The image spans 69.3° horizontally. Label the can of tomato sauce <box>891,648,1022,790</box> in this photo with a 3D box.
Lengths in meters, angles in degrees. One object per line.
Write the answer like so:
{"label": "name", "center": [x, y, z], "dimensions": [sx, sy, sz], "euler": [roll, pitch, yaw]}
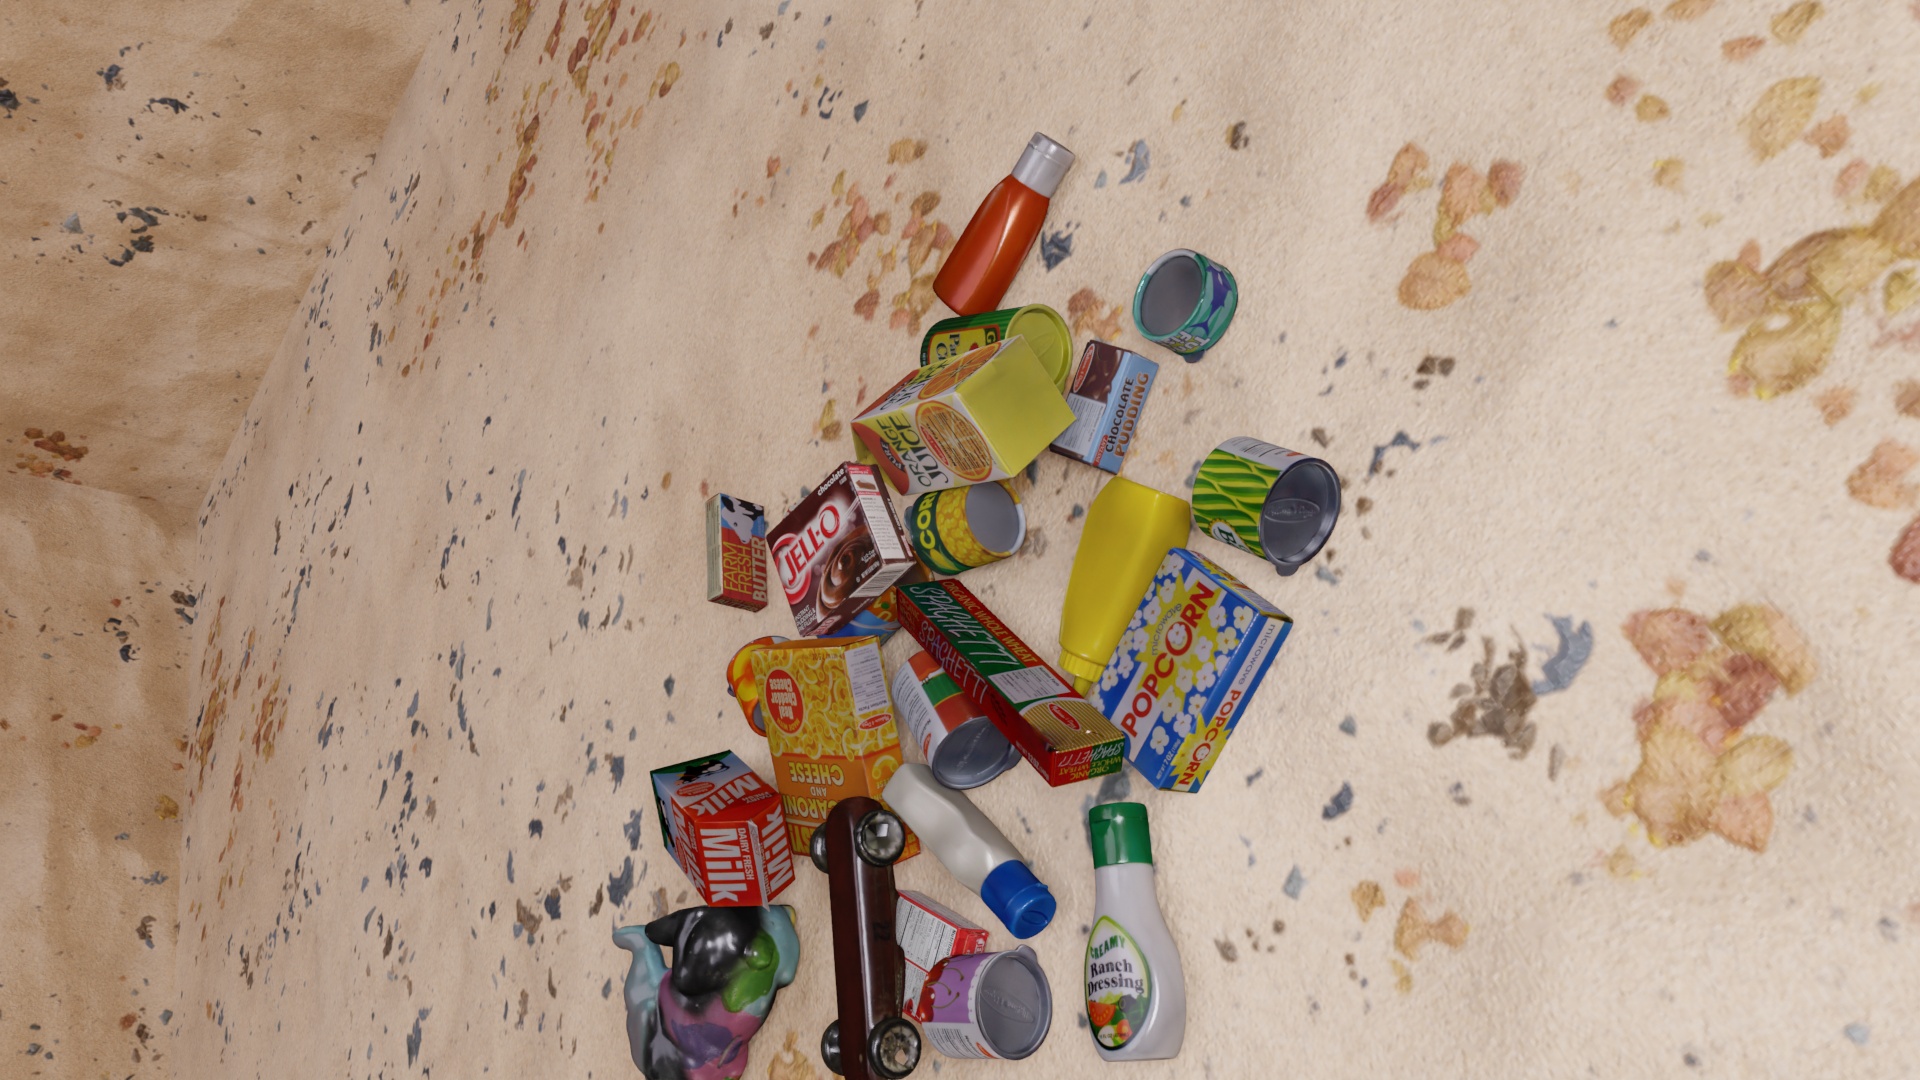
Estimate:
{"label": "can of tomato sauce", "center": [-0.002, 0.123, 0.979], "dimensions": [0.071, 0.071, 0.083], "euler": [-58, 38, 19]}

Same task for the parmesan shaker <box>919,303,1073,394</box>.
{"label": "parmesan shaker", "center": [0.026, -0.136, 1.040], "dimensions": [0.103, 0.071, 0.071], "euler": [1, 78, 51]}

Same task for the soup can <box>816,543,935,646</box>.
{"label": "soup can", "center": [-0.067, 0.047, 1.088], "dimensions": [0.083, 0.071, 0.071], "euler": [-45, 47, 30]}

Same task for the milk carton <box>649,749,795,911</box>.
{"label": "milk carton", "center": [-0.187, 0.232, 1.111], "dimensions": [0.190, 0.074, 0.072], "euler": [16, 116, 64]}

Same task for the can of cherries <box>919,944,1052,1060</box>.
{"label": "can of cherries", "center": [0.017, 0.298, 0.898], "dimensions": [0.058, 0.071, 0.072], "euler": [-22, 61, 46]}

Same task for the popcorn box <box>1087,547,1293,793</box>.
{"label": "popcorn box", "center": [0.137, 0.079, 0.851], "dimensions": [0.085, 0.038, 0.126], "euler": [41, 109, 48]}

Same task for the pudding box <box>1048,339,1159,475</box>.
{"label": "pudding box", "center": [0.099, -0.093, 0.963], "dimensions": [0.050, 0.030, 0.083], "euler": [26, 97, 52]}

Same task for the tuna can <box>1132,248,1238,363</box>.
{"label": "tuna can", "center": [0.148, -0.156, 0.924], "dimensions": [0.071, 0.033, 0.071], "euler": [-21, 61, 45]}

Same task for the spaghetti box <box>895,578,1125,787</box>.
{"label": "spaghetti box", "center": [0.025, 0.086, 0.926], "dimensions": [0.251, 0.050, 0.028], "euler": [-139, 47, -57]}

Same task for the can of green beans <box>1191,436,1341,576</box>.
{"label": "can of green beans", "center": [0.179, -0.023, 0.815], "dimensions": [0.058, 0.071, 0.071], "euler": [27, 98, 51]}

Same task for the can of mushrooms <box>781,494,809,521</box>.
{"label": "can of mushrooms", "center": [-0.115, -0.006, 1.162], "dimensions": [0.033, 0.071, 0.071], "euler": [33, 103, 51]}

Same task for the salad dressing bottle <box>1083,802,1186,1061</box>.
{"label": "salad dressing bottle", "center": [0.101, 0.234, 0.835], "dimensions": [0.064, 0.044, 0.148], "euler": [-27, 58, 44]}

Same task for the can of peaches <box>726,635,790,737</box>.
{"label": "can of peaches", "center": [-0.157, 0.125, 1.164], "dimensions": [0.071, 0.071, 0.058], "euler": [-58, 42, 19]}

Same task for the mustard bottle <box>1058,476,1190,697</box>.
{"label": "mustard bottle", "center": [0.097, 0.041, 0.903], "dimensions": [0.065, 0.049, 0.160], "euler": [27, 100, 51]}

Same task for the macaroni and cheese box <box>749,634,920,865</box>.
{"label": "macaroni and cheese box", "center": [-0.098, 0.159, 1.055], "dimensions": [0.123, 0.040, 0.166], "euler": [-8, 93, 49]}

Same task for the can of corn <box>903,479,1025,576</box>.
{"label": "can of corn", "center": [0.004, -0.013, 1.017], "dimensions": [0.058, 0.071, 0.071], "euler": [-19, 63, 45]}

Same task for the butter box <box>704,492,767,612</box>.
{"label": "butter box", "center": [-0.206, 0.012, 1.274], "dimensions": [0.024, 0.053, 0.104], "euler": [-28, 58, 39]}

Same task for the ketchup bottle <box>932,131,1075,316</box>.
{"label": "ketchup bottle", "center": [0.035, -0.245, 1.083], "dimensions": [0.148, 0.043, 0.065], "euler": [-57, 39, 19]}

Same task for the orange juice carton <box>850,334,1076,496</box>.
{"label": "orange juice carton", "center": [-0.012, -0.084, 1.006], "dimensions": [0.072, 0.073, 0.192], "euler": [-43, 18, -27]}

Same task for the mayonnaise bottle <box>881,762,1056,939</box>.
{"label": "mayonnaise bottle", "center": [0.007, 0.209, 0.943], "dimensions": [0.041, 0.064, 0.148], "euler": [-55, 45, 4]}
